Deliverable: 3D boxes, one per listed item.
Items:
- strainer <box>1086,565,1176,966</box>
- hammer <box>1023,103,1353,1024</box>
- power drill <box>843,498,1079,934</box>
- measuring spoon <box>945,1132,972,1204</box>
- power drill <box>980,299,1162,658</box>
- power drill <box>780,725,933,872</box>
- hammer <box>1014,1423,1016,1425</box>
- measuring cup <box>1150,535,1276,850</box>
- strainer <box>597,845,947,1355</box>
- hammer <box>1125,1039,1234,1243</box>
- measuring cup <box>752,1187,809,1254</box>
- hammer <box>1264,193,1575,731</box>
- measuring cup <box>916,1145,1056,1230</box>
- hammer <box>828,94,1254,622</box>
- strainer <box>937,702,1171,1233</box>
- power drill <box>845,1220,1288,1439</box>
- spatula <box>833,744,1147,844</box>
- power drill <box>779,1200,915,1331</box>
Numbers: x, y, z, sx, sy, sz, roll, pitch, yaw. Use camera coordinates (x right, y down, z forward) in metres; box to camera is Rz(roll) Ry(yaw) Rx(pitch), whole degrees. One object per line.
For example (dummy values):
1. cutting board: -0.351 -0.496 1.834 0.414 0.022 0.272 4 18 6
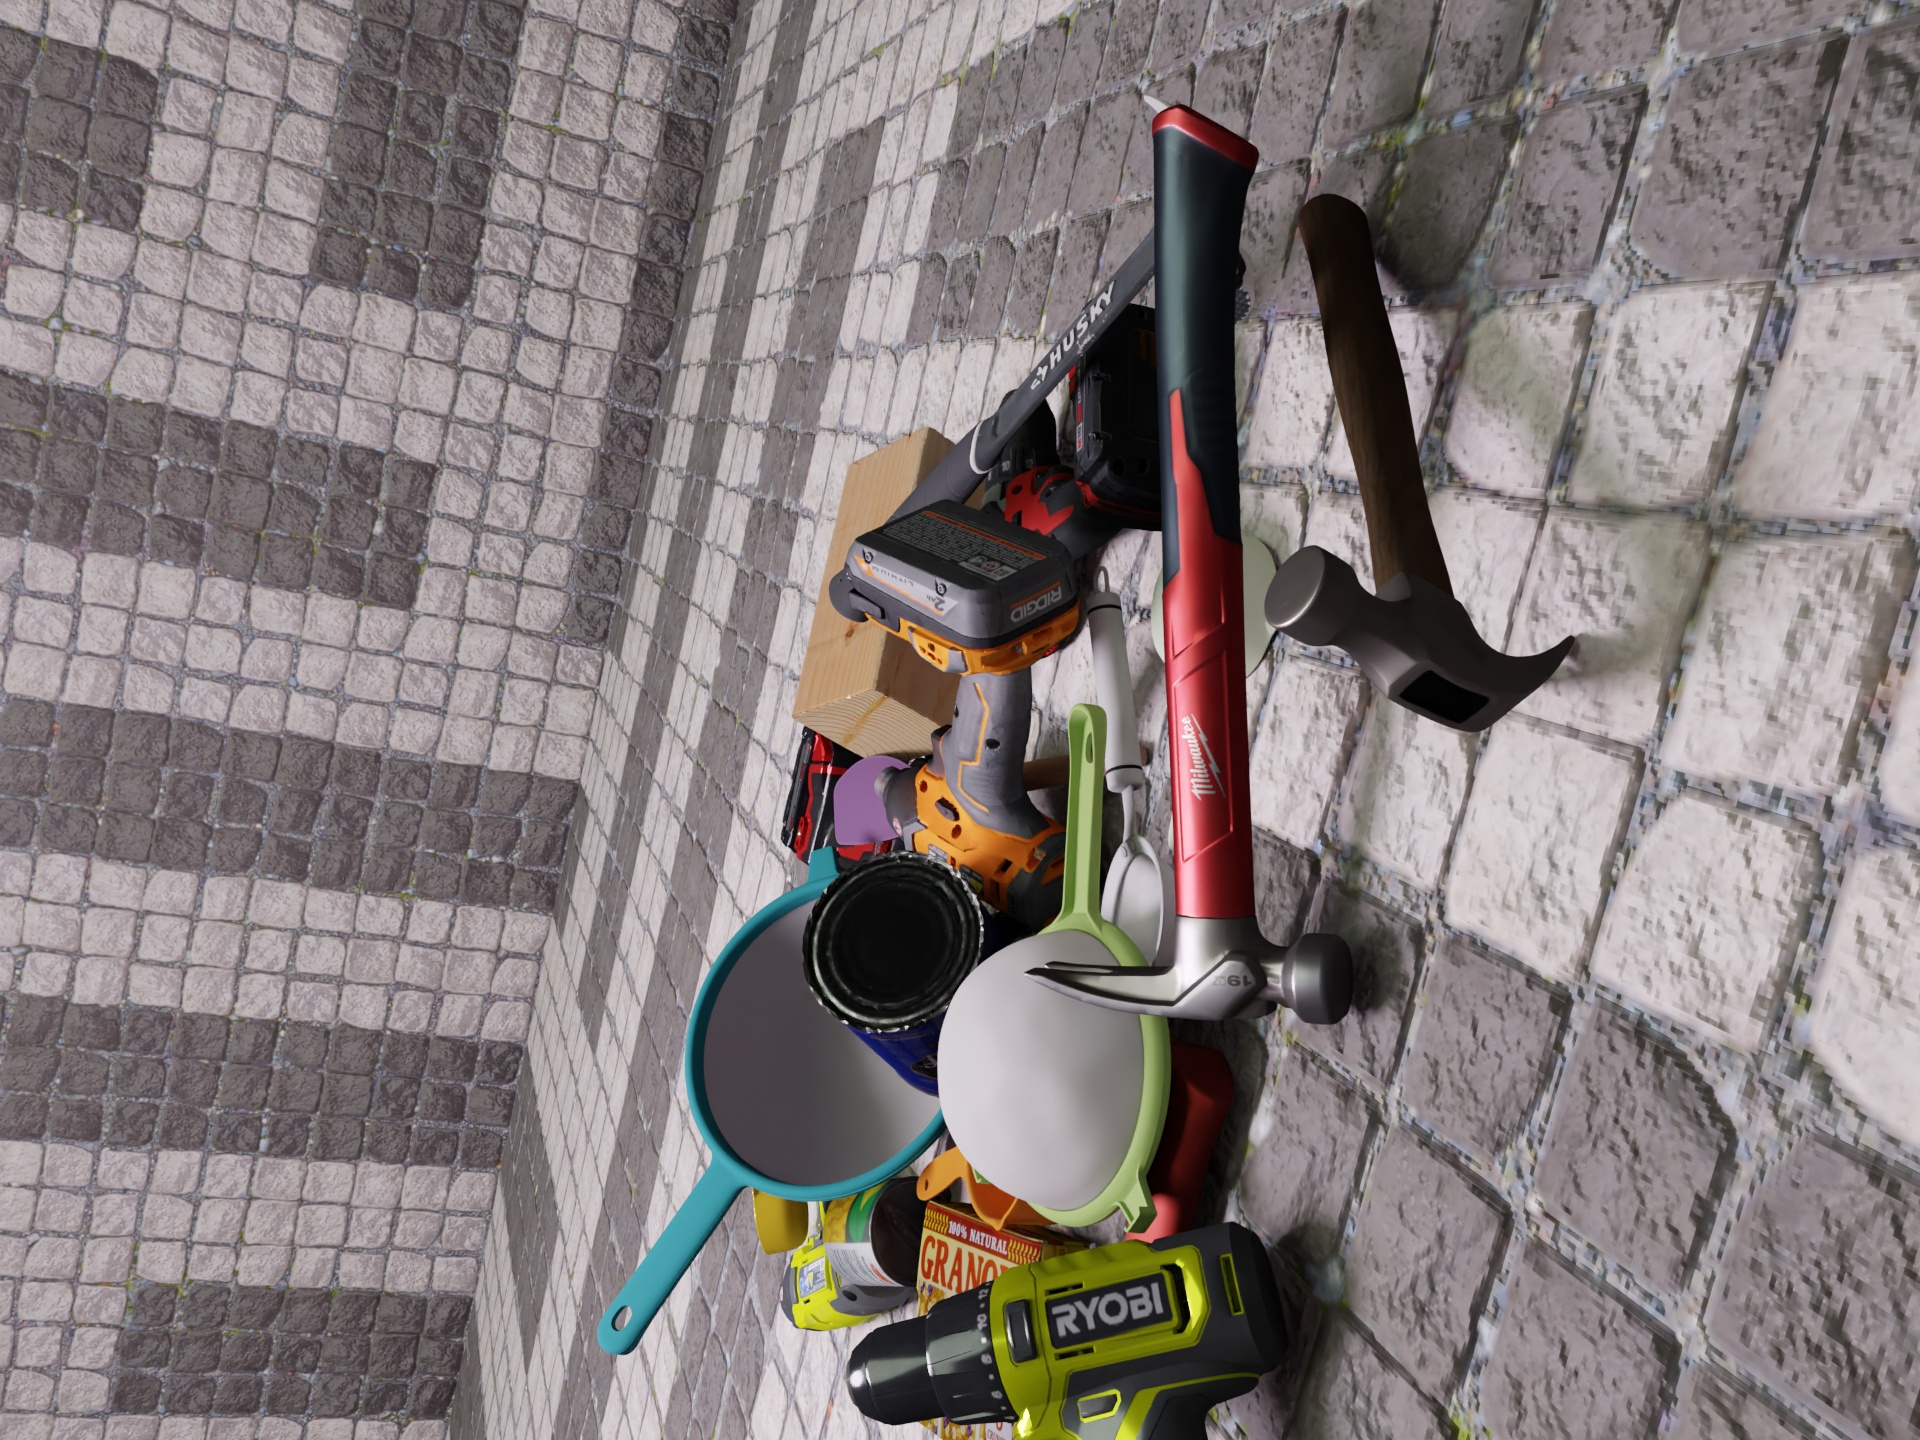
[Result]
1. strainer: 0.088 0.038 0.821 0.087 0.050 0.259 129 139 -64
2. hammer: 0.090 -0.065 0.691 0.143 0.038 0.386 -1 92 29
3. power drill: -0.001 -0.003 0.899 0.164 0.084 0.226 27 134 42
4. measuring spoon: -0.003 0.314 0.993 0.034 0.018 0.124 153 124 -64
5. power drill: 0.069 -0.159 0.960 0.226 0.080 0.188 134 141 -60
6. power drill: -0.059 0.069 1.179 0.220 0.078 0.143 -152 73 -65
7. hammer: 0.053 0.417 0.683 0.127 0.034 0.337 -34 54 39
8. measuring cup: 0.116 -0.015 0.815 0.083 0.038 0.167 -146 67 -67
9. strainer: -0.103 0.264 1.026 0.211 0.095 0.340 30 80 35
10. hammer: 0.074 0.331 0.754 0.149 0.036 0.359 4 83 63
11. measuring cup: -0.120 0.290 1.097 0.062 0.029 0.157 77 -173 -46
12. hammer: 0.172 -0.123 0.650 0.031 0.130 0.332 -46 26 38
13. measuring cup: 0.026 0.250 0.905 0.173 0.052 0.095 129 145 -55
14. hammer: 0.023 -0.169 0.889 0.409 0.036 0.149 -41 42 50
15. strainer: 0.036 0.116 0.780 0.151 0.069 0.256 -9 75 60
16. power drill: 0.052 0.333 0.643 0.080 0.190 0.229 54 -158 -54
17. spatula: 0.004 0.040 1.002 0.316 0.018 0.060 -12 77 52
18. power drill: -0.094 0.319 1.147 0.171 0.080 0.223 132 139 -53
